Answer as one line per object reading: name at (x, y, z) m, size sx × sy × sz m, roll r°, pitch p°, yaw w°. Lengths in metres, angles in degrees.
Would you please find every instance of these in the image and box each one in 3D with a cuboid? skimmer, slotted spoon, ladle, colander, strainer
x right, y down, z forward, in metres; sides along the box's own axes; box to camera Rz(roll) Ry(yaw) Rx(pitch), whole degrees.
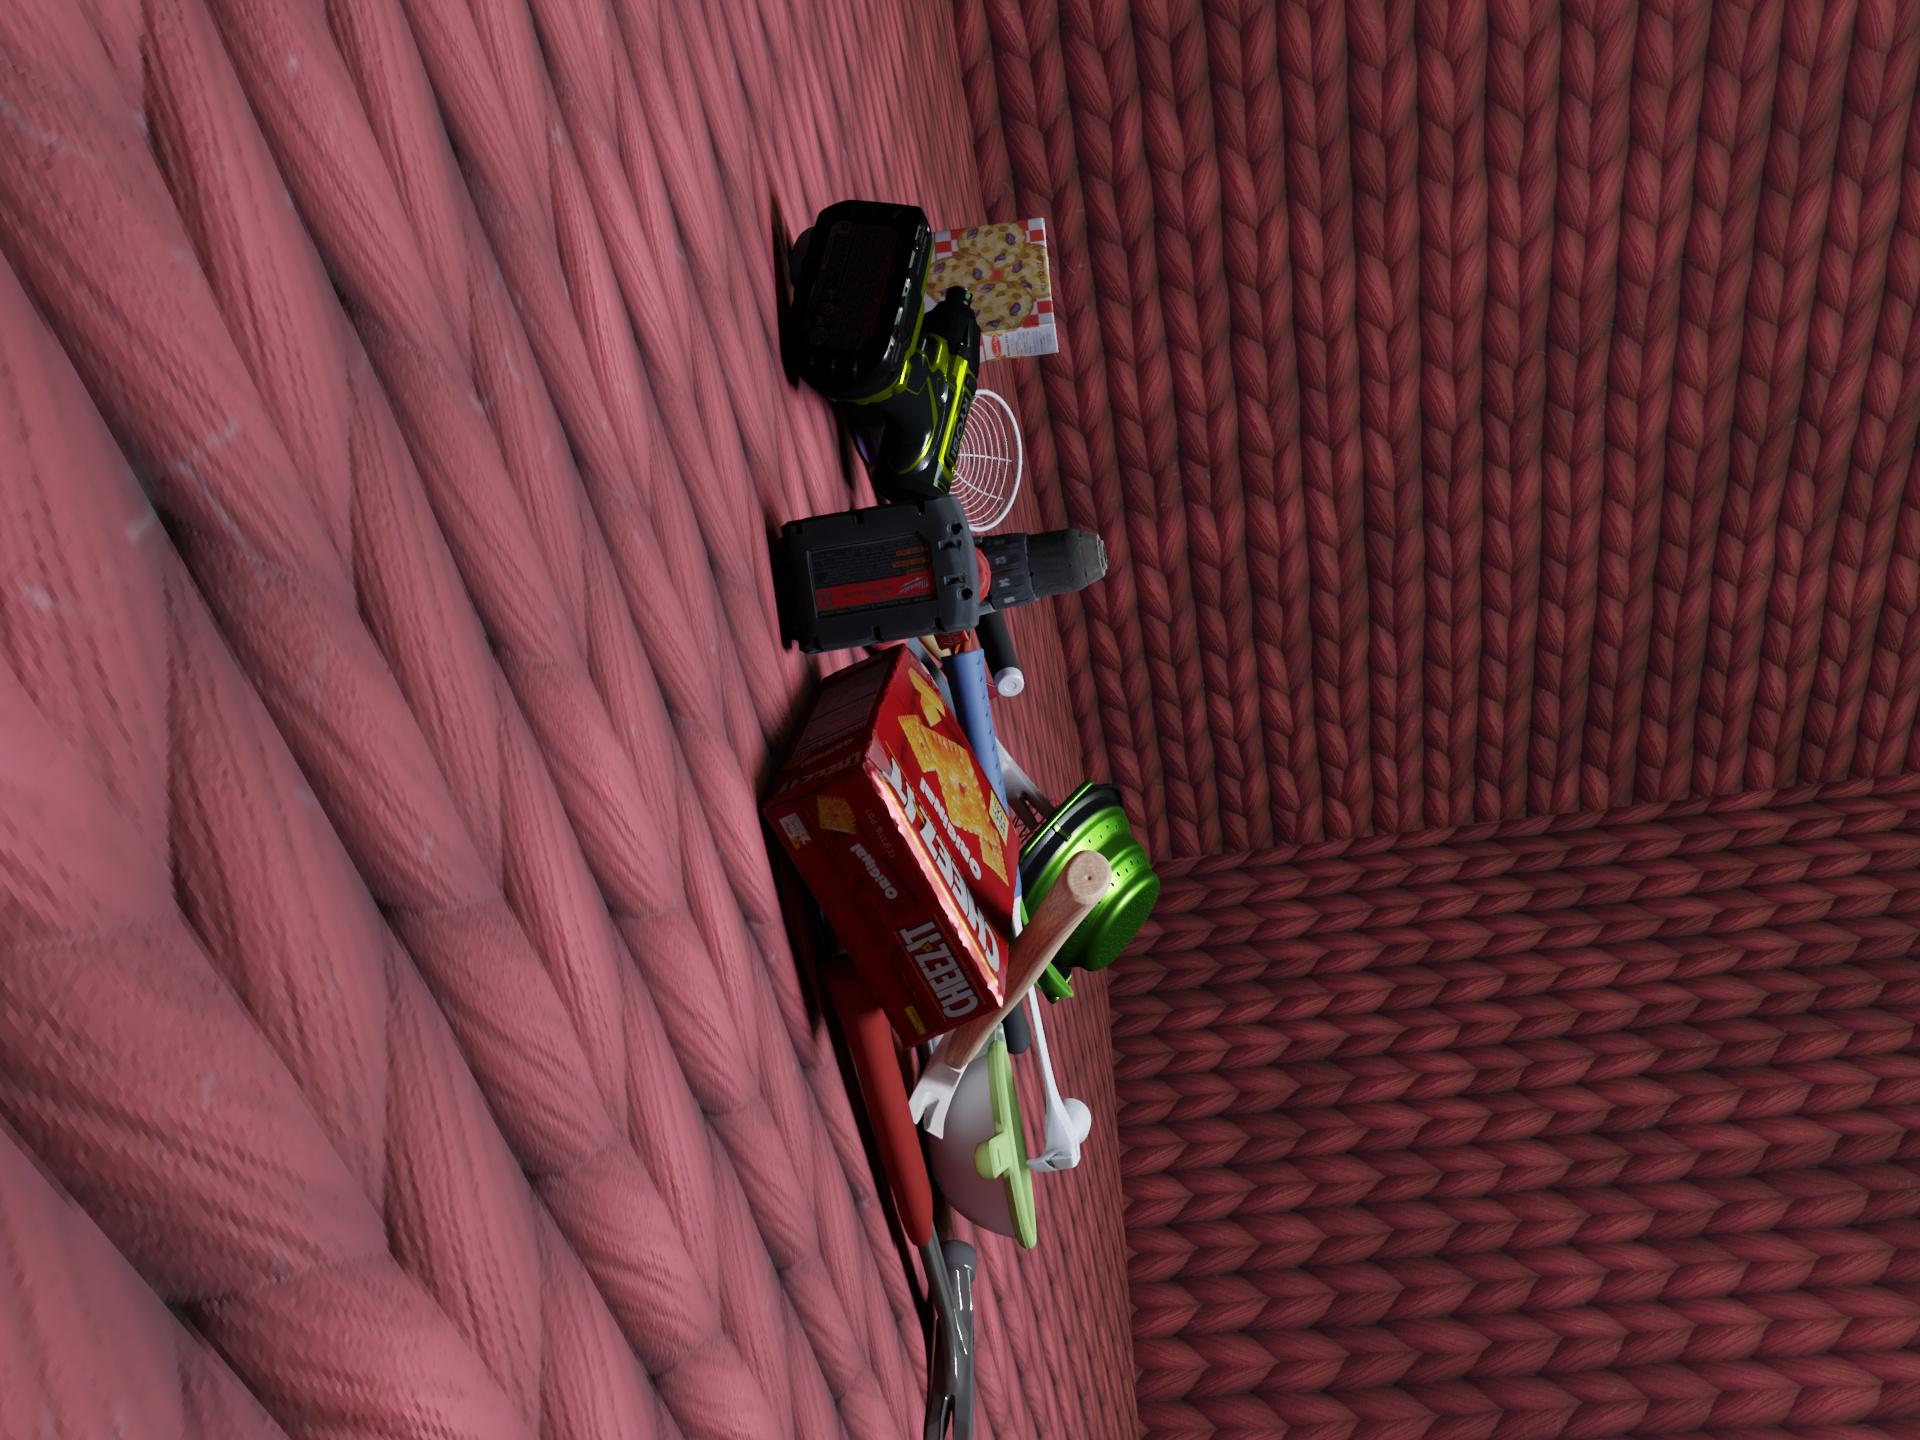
skimmer at (0.036, -0.153, 1.350) m, size 0.364 × 0.090 × 0.127 m, roll -104°, pitch 169°, yaw -49°
slotted spoon at (0.033, 0.126, 1.353) m, size 0.313 × 0.031 × 0.070 m, roll 67°, pitch -7°, yaw -32°
ladle at (-0.021, -0.069, 1.435) m, size 0.315 × 0.069 × 0.031 m, roll 48°, pitch 58°, yaw -68°
colander at (0.125, 0.212, 1.566) m, size 0.204 × 0.095 × 0.396 m, roll -45°, pitch 156°, yaw -22°
strainer at (0.006, 0.307, 1.126) m, size 0.256 × 0.069 × 0.151 m, roll 61°, pitch 19°, yaw -77°

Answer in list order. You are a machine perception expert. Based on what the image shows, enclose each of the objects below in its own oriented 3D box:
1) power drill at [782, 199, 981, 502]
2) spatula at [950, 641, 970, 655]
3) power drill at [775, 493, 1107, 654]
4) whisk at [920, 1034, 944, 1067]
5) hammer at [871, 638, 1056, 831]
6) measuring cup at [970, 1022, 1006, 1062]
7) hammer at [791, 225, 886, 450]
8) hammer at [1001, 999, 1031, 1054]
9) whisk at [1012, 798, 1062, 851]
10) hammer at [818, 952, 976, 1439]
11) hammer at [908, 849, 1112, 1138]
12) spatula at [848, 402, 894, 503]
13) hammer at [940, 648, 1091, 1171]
power drill at (-0.041, -0.267, 1.134) m, size 0.223 × 0.080 × 0.171 m, roll 39°, pitch 63°, yaw -71°
spatula at (-0.027, -0.123, 1.533) m, size 0.322 × 0.041 × 0.081 m, roll 52°, pitch 30°, yaw -68°
power drill at (-0.008, -0.094, 1.021) m, size 0.226 × 0.188 × 0.080 m, roll -19°, pitch 101°, yaw -78°
whisk at (-0.027, 0.170, 1.140) m, size 0.059 × 0.058 × 0.246 m, roll 45°, pitch -28°, yaw 47°
hammer at (-0.002, -0.004, 1.348) m, size 0.143 × 0.038 × 0.386 m, roll 51°, pitch 0°, yaw 20°
measuring cup at (0.026, 0.334, 1.420) m, size 0.083 × 0.038 × 0.167 m, roll -89°, pitch 171°, yaw -48°
hammer at (-0.067, -0.245, 1.231) m, size 0.330 × 0.033 × 0.128 m, roll 65°, pitch 34°, yaw -58°
hammer at (0.033, 0.193, 1.619) m, size 0.146 × 0.035 × 0.334 m, roll -81°, pitch 162°, yaw -68°
whisk at (0.048, 0.130, 1.495) m, size 0.296 × 0.073 × 0.073 m, roll -21°, pitch 104°, yaw -63°
hammer at (-0.034, 0.291, 0.997) m, size 0.149 × 0.036 × 0.358 m, roll -87°, pitch 167°, yaw -56°
hammer at (0.027, 0.172, 1.011) m, size 0.130 × 0.031 × 0.331 m, roll -59°, pitch 178°, yaw -35°
spatula at (-0.058, -0.207, 1.380) m, size 0.315 × 0.018 × 0.060 m, roll 61°, pitch 29°, yaw -68°
hammer at (0.041, 0.147, 1.219) m, size 0.144 × 0.035 × 0.405 m, roll -24°, pitch 102°, yaw -80°
